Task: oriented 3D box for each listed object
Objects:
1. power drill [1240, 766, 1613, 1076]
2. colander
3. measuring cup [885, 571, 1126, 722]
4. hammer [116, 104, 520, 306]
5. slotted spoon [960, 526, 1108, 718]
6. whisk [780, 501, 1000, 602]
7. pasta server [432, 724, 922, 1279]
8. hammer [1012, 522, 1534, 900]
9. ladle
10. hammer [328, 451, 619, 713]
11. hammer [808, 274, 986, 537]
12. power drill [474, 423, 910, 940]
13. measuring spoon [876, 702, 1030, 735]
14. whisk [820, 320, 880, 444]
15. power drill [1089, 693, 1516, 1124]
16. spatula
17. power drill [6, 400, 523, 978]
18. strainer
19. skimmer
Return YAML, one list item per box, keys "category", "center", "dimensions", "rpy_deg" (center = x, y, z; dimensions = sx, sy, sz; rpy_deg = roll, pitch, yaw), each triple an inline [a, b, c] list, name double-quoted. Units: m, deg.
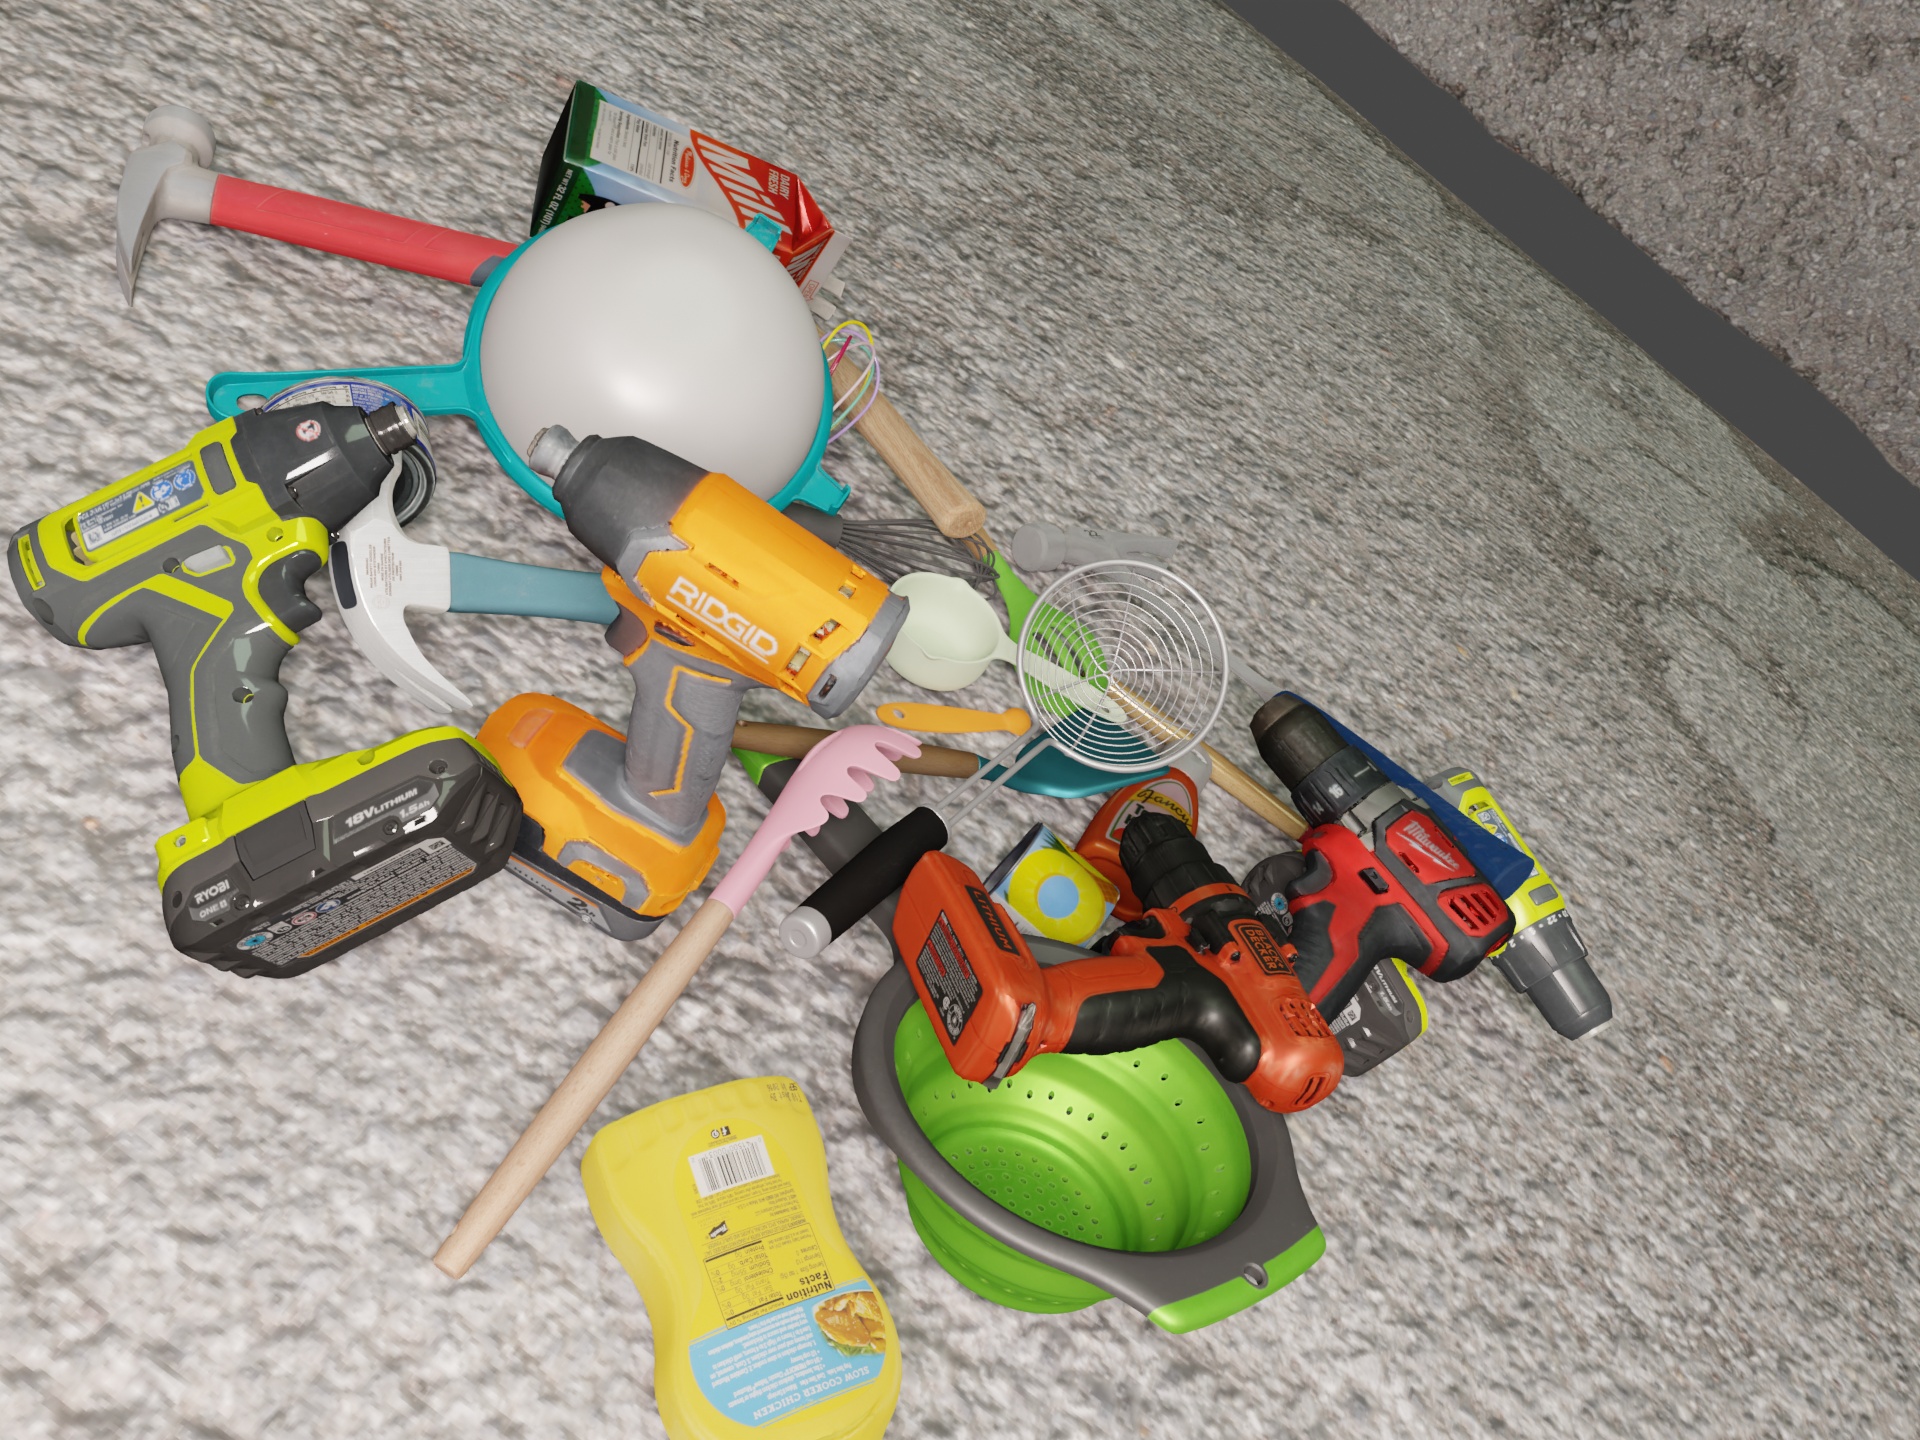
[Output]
- category: "power drill"
  center: [0.298, 0.137, 1.000]
  dimensions: [0.228, 0.080, 0.191]
  rpy_deg: [-13, 63, -36]
- category: "colander"
  center: [-0.008, 0.151, 0.770]
  dimensions: [0.204, 0.094, 0.397]
  rpy_deg: [-7, 40, -41]
- category: "measuring cup"
  center: [0.024, -0.031, 0.990]
  dimensions: [0.167, 0.038, 0.083]
  rpy_deg: [28, 41, -7]
- category: "hammer"
  center: [-0.275, -0.257, 0.929]
  dimensions: [0.386, 0.038, 0.143]
  rpy_deg: [8, 49, -22]
- category: "slotted spoon"
  center: [0.005, -0.130, 1.091]
  dimensions: [0.070, 0.031, 0.314]
  rpy_deg: [-20, 64, -32]
- category: "whisk"
  center: [-0.080, -0.116, 0.996]
  dimensions: [0.238, 0.055, 0.055]
  rpy_deg: [12, 46, -25]
- category: "pasta server"
  center: [-0.114, 0.107, 0.692]
  dimensions: [0.040, 0.060, 0.316]
  rpy_deg: [42, 55, -9]
- category: "hammer"
  center: [0.207, -0.020, 1.051]
  dimensions: [0.144, 0.035, 0.406]
  rpy_deg: [-4, 37, -43]
- category: "ladle"
  center: [0.210, 0.060, 1.077]
  dimensions: [0.315, 0.031, 0.069]
  rpy_deg: [37, 39, -1]
- category: "hammer"
  center: [-0.169, -0.064, 0.843]
  dimensions: [0.330, 0.033, 0.128]
  rpy_deg: [3, 83, -46]
- category: "hammer"
  center: [-0.082, -0.235, 1.079]
  dimensions: [0.130, 0.031, 0.332]
  rpy_deg: [-4, 46, -43]
- category: "power drill"
  center: [-0.143, -0.018, 0.693]
  dimensions: [0.164, 0.226, 0.084]
  rpy_deg: [34, 38, -7]
- category: "measuring spoon"
  center: [-0.002, -0.003, 0.972]
  dimensions: [0.116, 0.011, 0.021]
  rpy_deg: [3, 51, -38]
- category: "whisk"
  center: [-0.115, -0.156, 0.948]
  dimensions: [0.051, 0.047, 0.245]
  rpy_deg: [30, 60, 3]
- category: "power drill"
  center: [0.171, 0.101, 0.878]
  dimensions: [0.226, 0.080, 0.188]
  rpy_deg: [-31, 71, -21]
- category: "spatula"
  center: [-0.009, 0.013, 0.900]
  dimensions: [0.317, 0.044, 0.082]
  rpy_deg: [8, 24, -45]
- category: "power drill"
  center: [-0.277, -0.024, 0.656]
  dimensions: [0.171, 0.080, 0.223]
  rpy_deg: [-28, 70, -5]
- category: "strainer"
  center: [-0.218, -0.199, 0.848]
  dimensions: [0.340, 0.095, 0.211]
  rpy_deg: [-10, 77, -25]
- category: "skimmer"
  center: [0.032, 0.015, 0.826]
  dimensions: [0.127, 0.090, 0.363]
  rpy_deg: [51, 36, 1]
